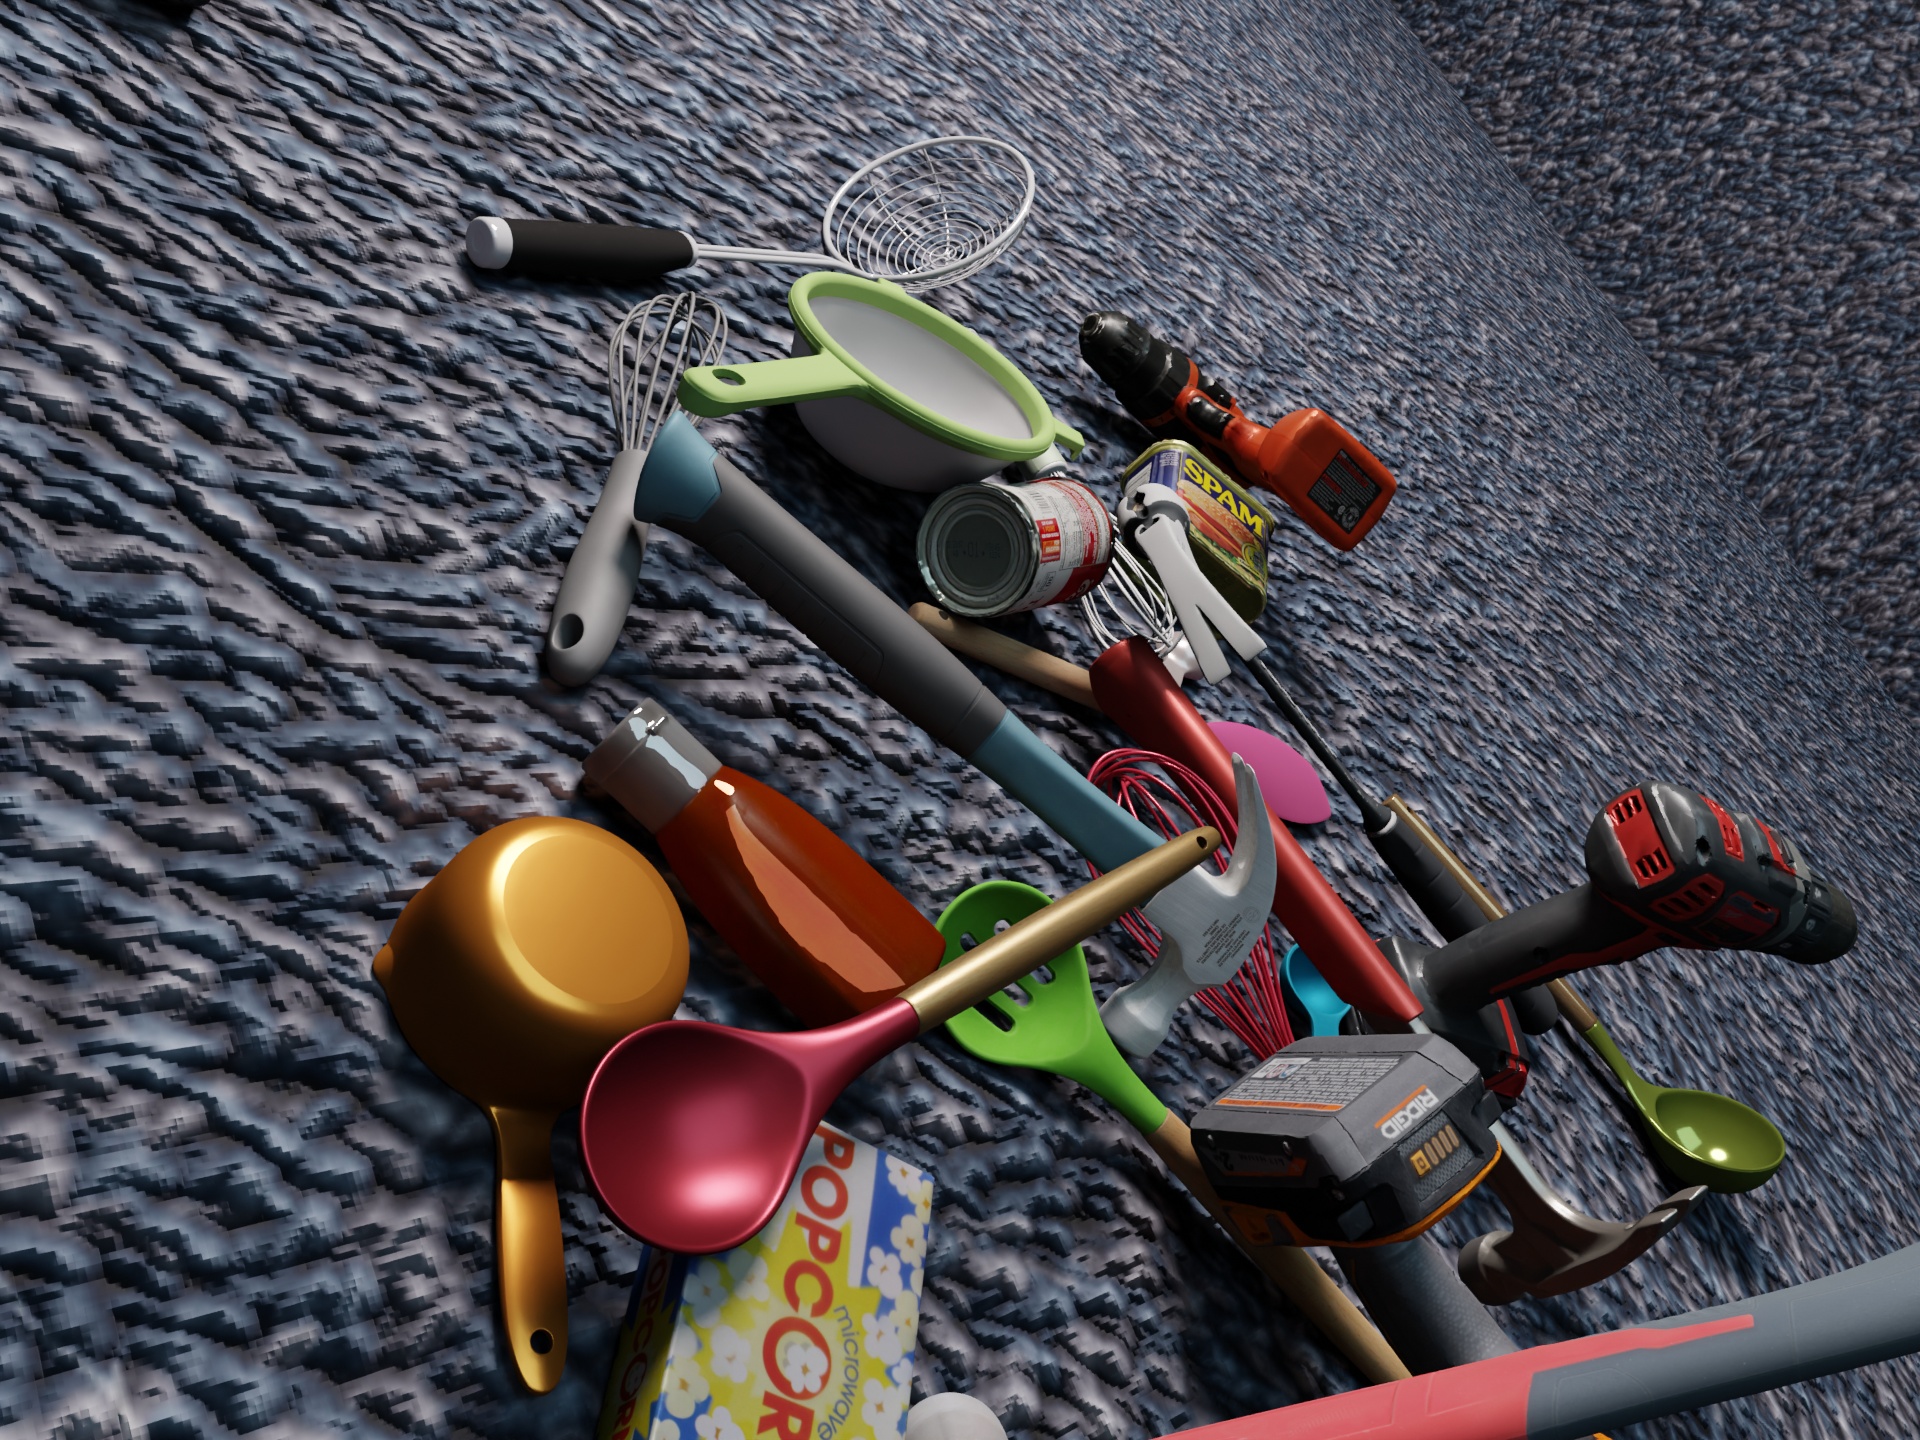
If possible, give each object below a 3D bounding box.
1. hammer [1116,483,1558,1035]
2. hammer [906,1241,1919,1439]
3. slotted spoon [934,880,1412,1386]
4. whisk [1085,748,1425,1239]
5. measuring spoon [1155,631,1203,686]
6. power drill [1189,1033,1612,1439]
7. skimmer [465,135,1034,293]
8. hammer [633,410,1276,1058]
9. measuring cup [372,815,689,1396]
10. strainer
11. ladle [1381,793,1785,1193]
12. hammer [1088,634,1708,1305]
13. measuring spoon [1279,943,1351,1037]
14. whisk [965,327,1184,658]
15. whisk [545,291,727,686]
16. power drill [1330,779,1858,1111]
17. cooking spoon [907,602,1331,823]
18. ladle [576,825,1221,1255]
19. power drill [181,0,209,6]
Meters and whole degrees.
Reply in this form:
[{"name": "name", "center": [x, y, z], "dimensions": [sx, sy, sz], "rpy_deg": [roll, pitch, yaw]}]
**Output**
[{"name": "hammer", "center": [0.221, 0.047, 0.859], "dimensions": [0.408, 0.036, 0.149], "rpy_deg": [46, 16, -27]}, {"name": "hammer", "center": [0.178, 0.209, 0.474], "dimensions": [0.386, 0.143, 0.038], "rpy_deg": [-9, 92, -10]}, {"name": "slotted spoon", "center": [0.096, 0.188, 0.667], "dimensions": [0.313, 0.031, 0.070], "rpy_deg": [47, 69, -9]}, {"name": "whisk", "center": [0.141, 0.144, 0.737], "dimensions": [0.073, 0.073, 0.296], "rpy_deg": [-23, 82, -54]}, {"name": "measuring spoon", "center": [0.119, -0.028, 0.886], "dimensions": [0.034, 0.018, 0.124], "rpy_deg": [39, 24, 3]}, {"name": "power drill", "center": [0.196, 0.233, 0.599], "dimensions": [0.084, 0.164, 0.226], "rpy_deg": [-31, 90, -22]}, {"name": "skimmer", "center": [-0.098, -0.274, 0.834], "dimensions": [0.127, 0.090, 0.363], "rpy_deg": [27, 27, 30]}, {"name": "hammer", "center": [-0.001, -0.002, 0.658], "dimensions": [0.331, 0.128, 0.033], "rpy_deg": [40, 6, -13]}, {"name": "measuring cup", "center": [-0.121, 0.107, 0.481], "dimensions": [0.095, 0.052, 0.174], "rpy_deg": [18, 44, -38]}, {"name": "strainer", "center": [-0.057, -0.146, 0.766], "dimensions": [0.151, 0.069, 0.256], "rpy_deg": [42, 31, 14]}, {"name": "ladle", "center": [0.381, 0.163, 0.987], "dimensions": [0.320, 0.062, 0.078], "rpy_deg": [49, 34, 3]}, {"name": "hammer", "center": [0.179, 0.100, 0.745], "dimensions": [0.036, 0.149, 0.359], "rpy_deg": [-24, 68, -28]}, {"name": "measuring spoon", "center": [0.177, 0.171, 0.790], "dimensions": [0.042, 0.021, 0.129], "rpy_deg": [17, 54, -20]}, {"name": "whisk", "center": [0.056, -0.135, 0.913], "dimensions": [0.057, 0.059, 0.246], "rpy_deg": [9, 45, -59]}, {"name": "whisk", "center": [-0.139, -0.105, 0.671], "dimensions": [0.055, 0.055, 0.239], "rpy_deg": [30, 44, -26]}, {"name": "power drill", "center": [0.323, 0.122, 0.807], "dimensions": [0.187, 0.226, 0.080], "rpy_deg": [22, 44, -34]}, {"name": "cooking spoon", "center": [0.098, -0.005, 0.860], "dimensions": [0.318, 0.017, 0.069], "rpy_deg": [21, 41, -35]}, {"name": "ladle", "center": [-0.001, 0.091, 0.549], "dimensions": [0.315, 0.031, 0.069], "rpy_deg": [-22, 80, -44]}, {"name": "power drill", "center": [-0.365, -0.413, 0.684], "dimensions": [0.143, 0.078, 0.220], "rpy_deg": [25, 45, -31]}]
